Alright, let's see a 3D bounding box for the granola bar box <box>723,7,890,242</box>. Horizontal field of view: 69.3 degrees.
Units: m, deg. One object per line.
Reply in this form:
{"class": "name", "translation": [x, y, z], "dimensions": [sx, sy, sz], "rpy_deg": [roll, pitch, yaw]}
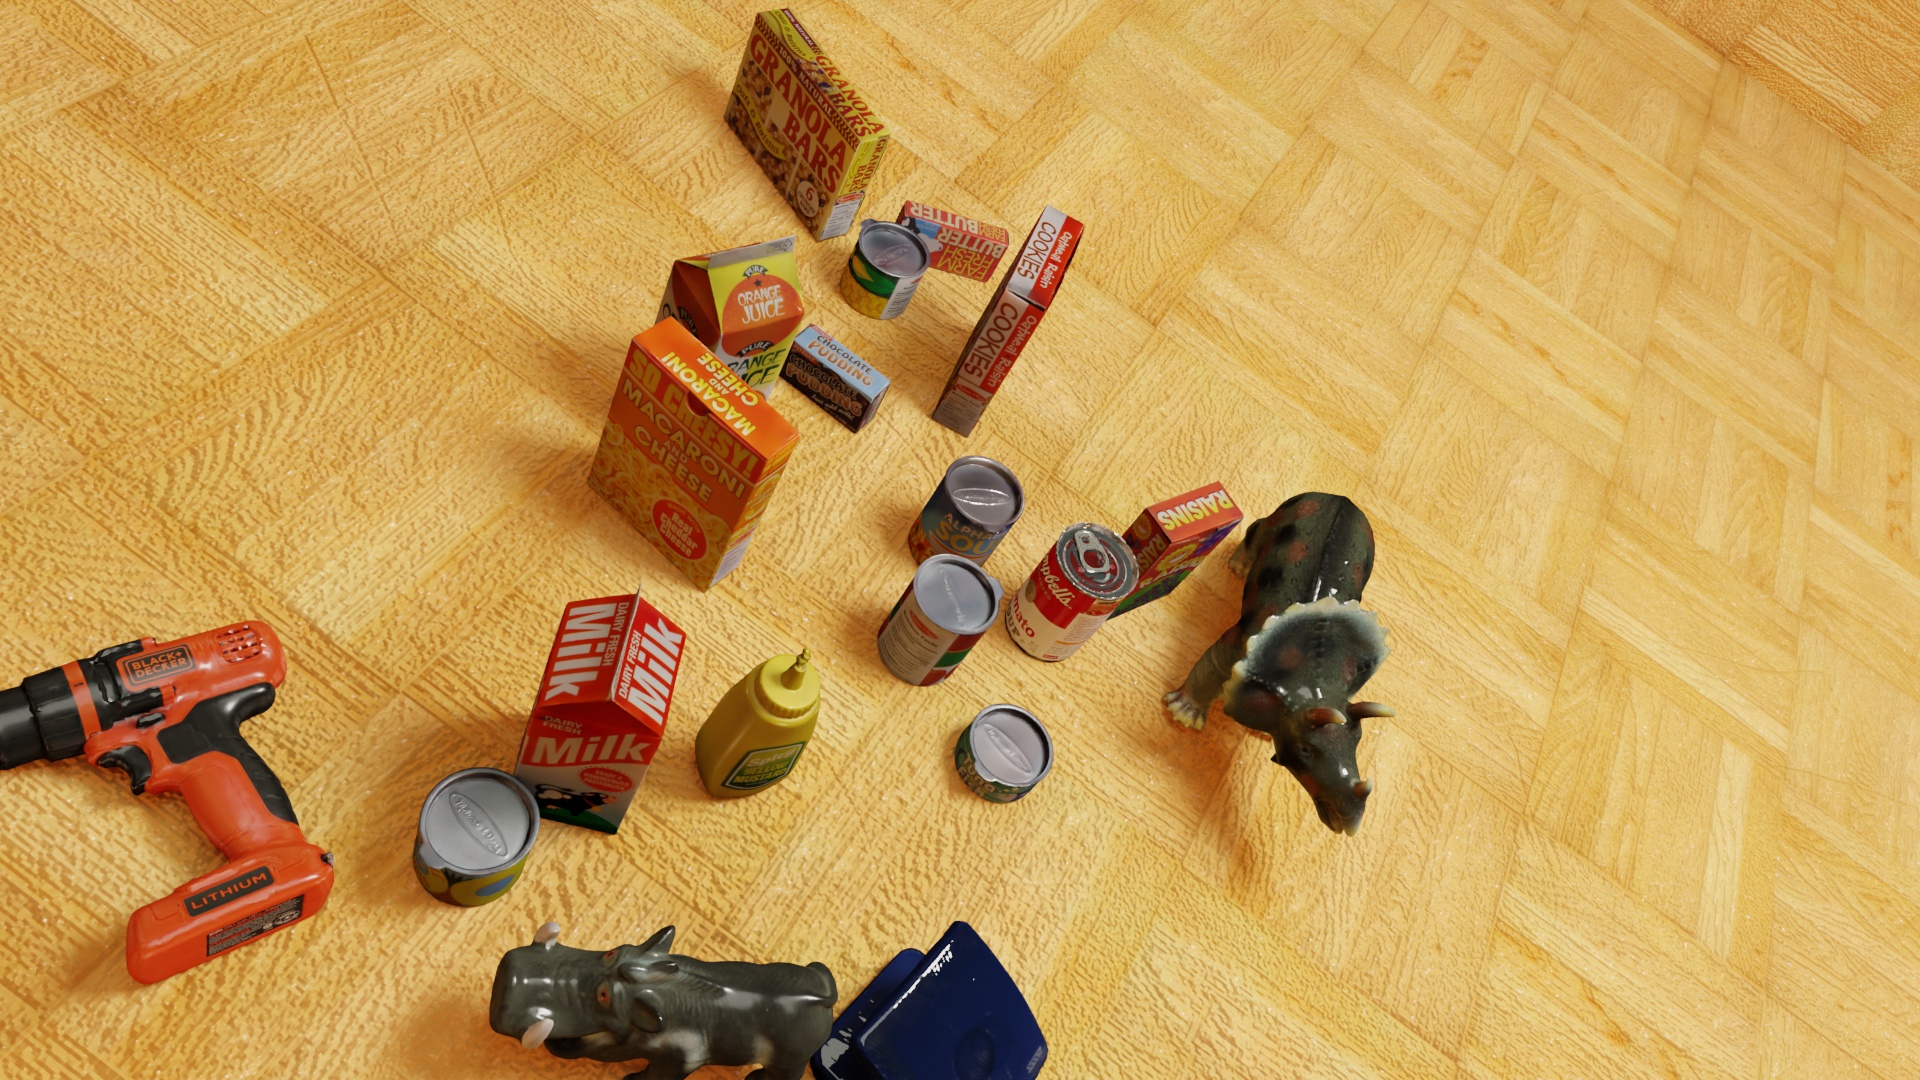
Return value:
{"class": "granola bar box", "translation": [-0.139, -0.371, 1.242], "dimensions": [0.039, 0.123, 0.166], "rpy_deg": [-24, 70, -37]}

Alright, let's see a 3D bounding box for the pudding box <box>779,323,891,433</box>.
{"class": "pudding box", "translation": [-0.103, -0.133, 1.137], "dimensions": [0.084, 0.049, 0.030], "rpy_deg": [38, 49, 3]}

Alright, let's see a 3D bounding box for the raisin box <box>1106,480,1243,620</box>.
{"class": "raisin box", "translation": [0.159, 0.010, 1.114], "dimensions": [0.086, 0.122, 0.040], "rpy_deg": [-18, 67, -35]}

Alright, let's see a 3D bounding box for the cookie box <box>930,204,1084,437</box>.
{"class": "cookie box", "translation": [0.040, -0.182, 1.165], "dimensions": [0.040, 0.166, 0.123], "rpy_deg": [28, 49, -6]}

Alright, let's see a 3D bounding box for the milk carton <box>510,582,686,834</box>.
{"class": "milk carton", "translation": [-0.214, 0.100, 0.821], "dimensions": [0.073, 0.189, 0.073], "rpy_deg": [17, 51, -15]}

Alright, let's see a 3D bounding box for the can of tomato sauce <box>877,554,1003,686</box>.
{"class": "can of tomato sauce", "translation": [-0.016, 0.059, 1.019], "dimensions": [0.071, 0.082, 0.071], "rpy_deg": [13, 52, -18]}

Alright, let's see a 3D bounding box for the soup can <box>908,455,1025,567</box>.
{"class": "soup can", "translation": [0.004, -0.014, 1.081], "dimensions": [0.071, 0.083, 0.072], "rpy_deg": [13, 52, -18]}

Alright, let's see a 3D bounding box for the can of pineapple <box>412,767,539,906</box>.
{"class": "can of pineapple", "translation": [-0.288, 0.176, 0.818], "dimensions": [0.071, 0.057, 0.071], "rpy_deg": [13, 52, -17]}

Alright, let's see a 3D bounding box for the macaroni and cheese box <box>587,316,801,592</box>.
{"class": "macaroni and cheese box", "translation": [-0.189, -0.055, 0.962], "dimensions": [0.124, 0.165, 0.040], "rpy_deg": [42, 49, 6]}

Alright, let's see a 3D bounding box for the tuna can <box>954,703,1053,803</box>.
{"class": "tuna can", "translation": [0.030, 0.156, 1.005], "dimensions": [0.071, 0.032, 0.071], "rpy_deg": [13, 52, -17]}

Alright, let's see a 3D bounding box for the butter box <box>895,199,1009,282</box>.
{"class": "butter box", "translation": [-0.012, -0.276, 1.283], "dimensions": [0.103, 0.052, 0.024], "rpy_deg": [12, 53, -18]}

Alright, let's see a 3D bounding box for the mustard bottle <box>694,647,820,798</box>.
{"class": "mustard bottle", "translation": [-0.122, 0.112, 0.878], "dimensions": [0.065, 0.159, 0.049], "rpy_deg": [-7, 60, -30]}

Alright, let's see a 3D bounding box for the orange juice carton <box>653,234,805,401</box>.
{"class": "orange juice carton", "translation": [-0.175, -0.151, 1.020], "dimensions": [0.072, 0.191, 0.073], "rpy_deg": [-21, 68, -36]}

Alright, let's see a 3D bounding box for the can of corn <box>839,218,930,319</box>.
{"class": "can of corn", "translation": [-0.069, -0.239, 1.225], "dimensions": [0.071, 0.058, 0.071], "rpy_deg": [13, 52, -17]}
